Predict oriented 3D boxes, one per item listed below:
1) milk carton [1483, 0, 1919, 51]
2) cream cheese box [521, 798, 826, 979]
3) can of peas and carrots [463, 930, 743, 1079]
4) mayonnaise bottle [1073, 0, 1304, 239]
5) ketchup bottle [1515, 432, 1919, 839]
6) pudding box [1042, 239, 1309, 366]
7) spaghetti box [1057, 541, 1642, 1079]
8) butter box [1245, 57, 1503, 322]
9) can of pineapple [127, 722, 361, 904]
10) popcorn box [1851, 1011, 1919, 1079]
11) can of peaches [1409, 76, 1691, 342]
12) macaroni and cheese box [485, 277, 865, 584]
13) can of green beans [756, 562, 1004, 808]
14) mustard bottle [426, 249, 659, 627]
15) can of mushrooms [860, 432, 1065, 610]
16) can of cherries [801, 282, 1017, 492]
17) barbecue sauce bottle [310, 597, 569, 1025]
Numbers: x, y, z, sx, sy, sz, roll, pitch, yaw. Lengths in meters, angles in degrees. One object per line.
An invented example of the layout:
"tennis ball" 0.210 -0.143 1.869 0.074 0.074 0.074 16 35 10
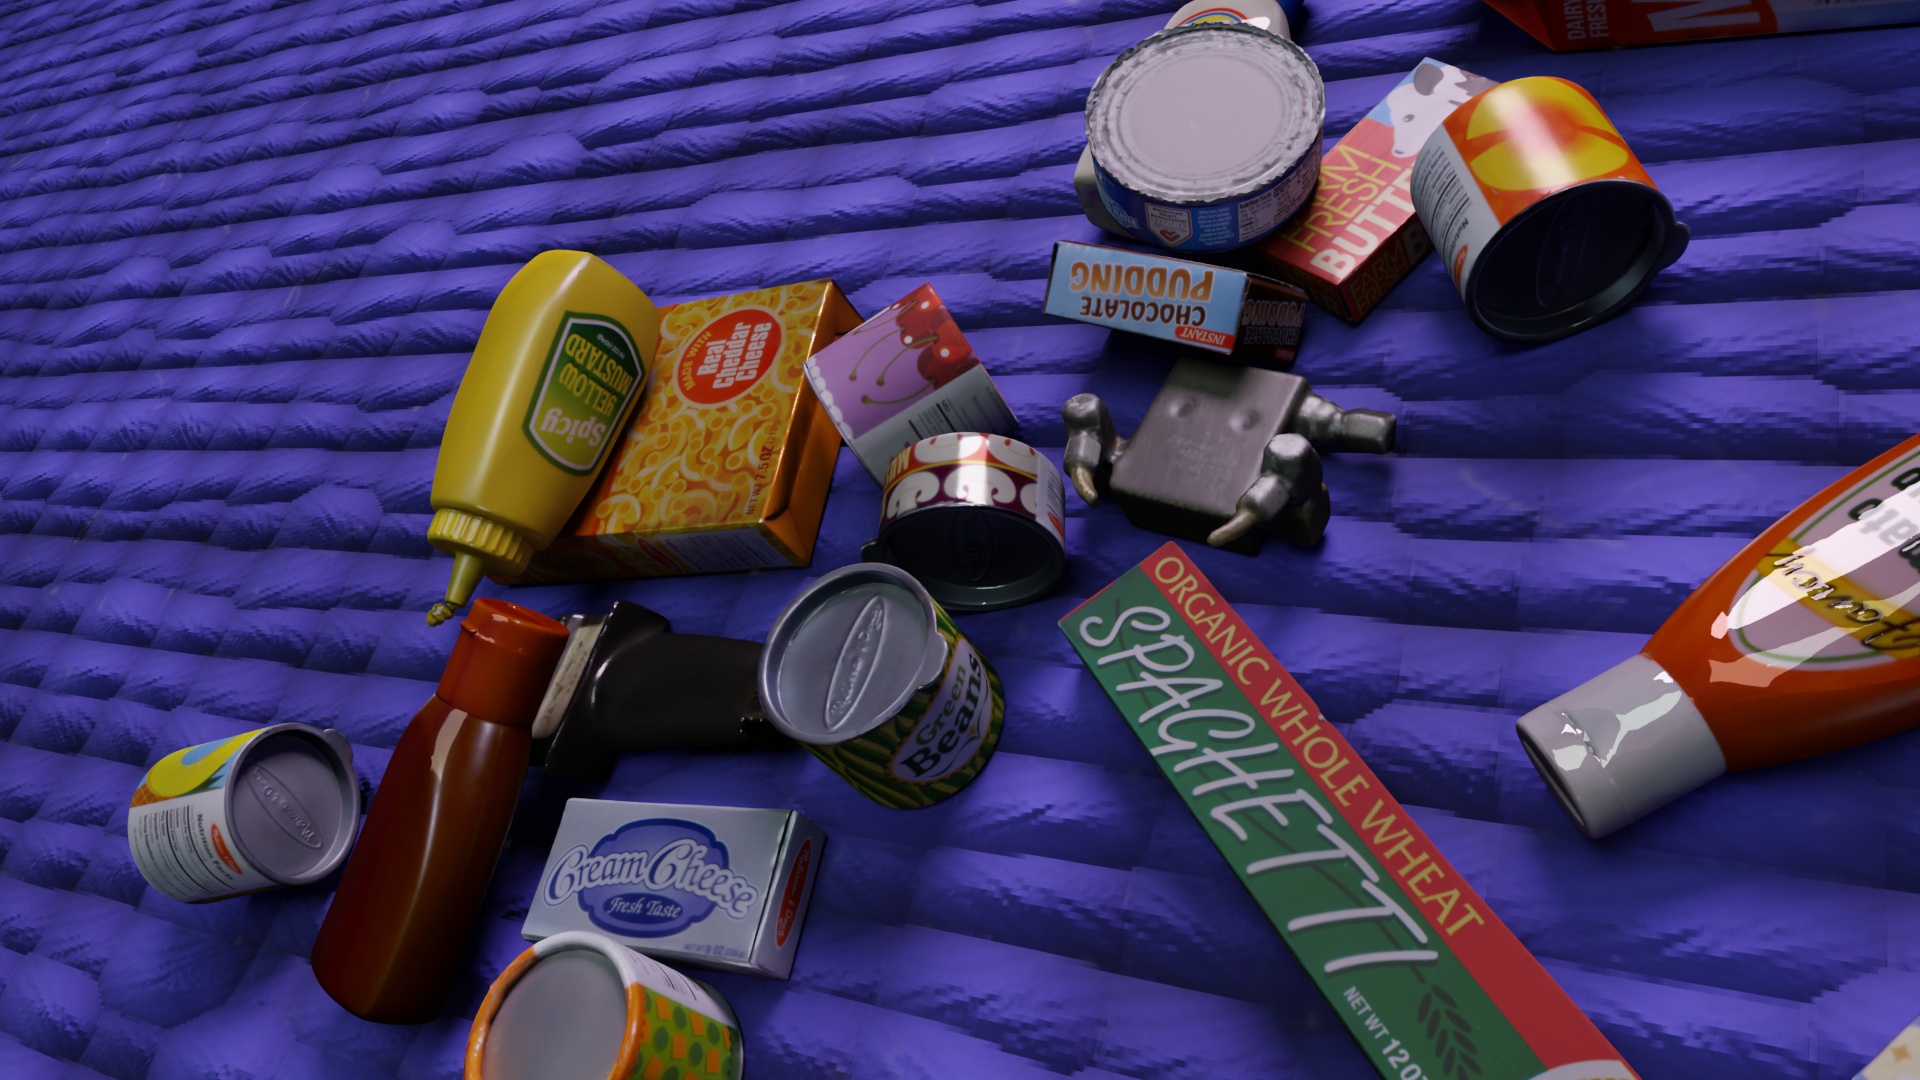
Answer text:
"milk carton" 0.268 -0.229 0.490 0.190 0.073 0.072 6 62 33
"cream cheese box" -0.102 0.121 0.486 0.104 0.024 0.053 -3 57 28
"can of peas and carrots" -0.113 0.166 0.438 0.071 0.058 0.071 -15 52 21
"mayonnaise bottle" 0.104 -0.191 0.576 0.065 0.041 0.148 17 69 31
"ketchup bottle" 0.220 0.026 0.360 0.149 0.043 0.065 -31 49 7
"pudding box" 0.078 -0.088 0.510 0.084 0.050 0.030 20 104 37
"spaghetti box" 0.108 0.095 0.385 0.050 0.028 0.251 -36 49 1
"butter box" 0.159 -0.131 0.515 0.103 0.024 0.053 -44 48 -5
"can of pineapple" -0.293 0.112 0.573 0.058 0.070 0.071 -14 53 21
"popcorn box" 0.263 0.105 0.284 0.127 0.038 0.085 -42 48 -3
"can of peaches" 0.191 -0.109 0.456 0.071 0.071 0.058 -22 50 15
"macaroni and cheese box" -0.131 -0.044 0.607 0.166 0.040 0.124 -4 57 26
"can of green beans" -0.026 0.050 0.470 0.071 0.057 0.071 -15 52 20
"mustard bottle" -0.175 -0.037 0.560 0.049 0.065 0.160 5 69 35
"can of mushrooms" 0.002 -0.006 0.488 0.071 0.071 0.033 -11 53 23
"can of cherries" -0.020 -0.059 0.537 0.058 0.071 0.072 -33 49 5
"barbecue sauce bottle" -0.189 0.096 0.511 0.065 0.043 0.148 21 89 47
